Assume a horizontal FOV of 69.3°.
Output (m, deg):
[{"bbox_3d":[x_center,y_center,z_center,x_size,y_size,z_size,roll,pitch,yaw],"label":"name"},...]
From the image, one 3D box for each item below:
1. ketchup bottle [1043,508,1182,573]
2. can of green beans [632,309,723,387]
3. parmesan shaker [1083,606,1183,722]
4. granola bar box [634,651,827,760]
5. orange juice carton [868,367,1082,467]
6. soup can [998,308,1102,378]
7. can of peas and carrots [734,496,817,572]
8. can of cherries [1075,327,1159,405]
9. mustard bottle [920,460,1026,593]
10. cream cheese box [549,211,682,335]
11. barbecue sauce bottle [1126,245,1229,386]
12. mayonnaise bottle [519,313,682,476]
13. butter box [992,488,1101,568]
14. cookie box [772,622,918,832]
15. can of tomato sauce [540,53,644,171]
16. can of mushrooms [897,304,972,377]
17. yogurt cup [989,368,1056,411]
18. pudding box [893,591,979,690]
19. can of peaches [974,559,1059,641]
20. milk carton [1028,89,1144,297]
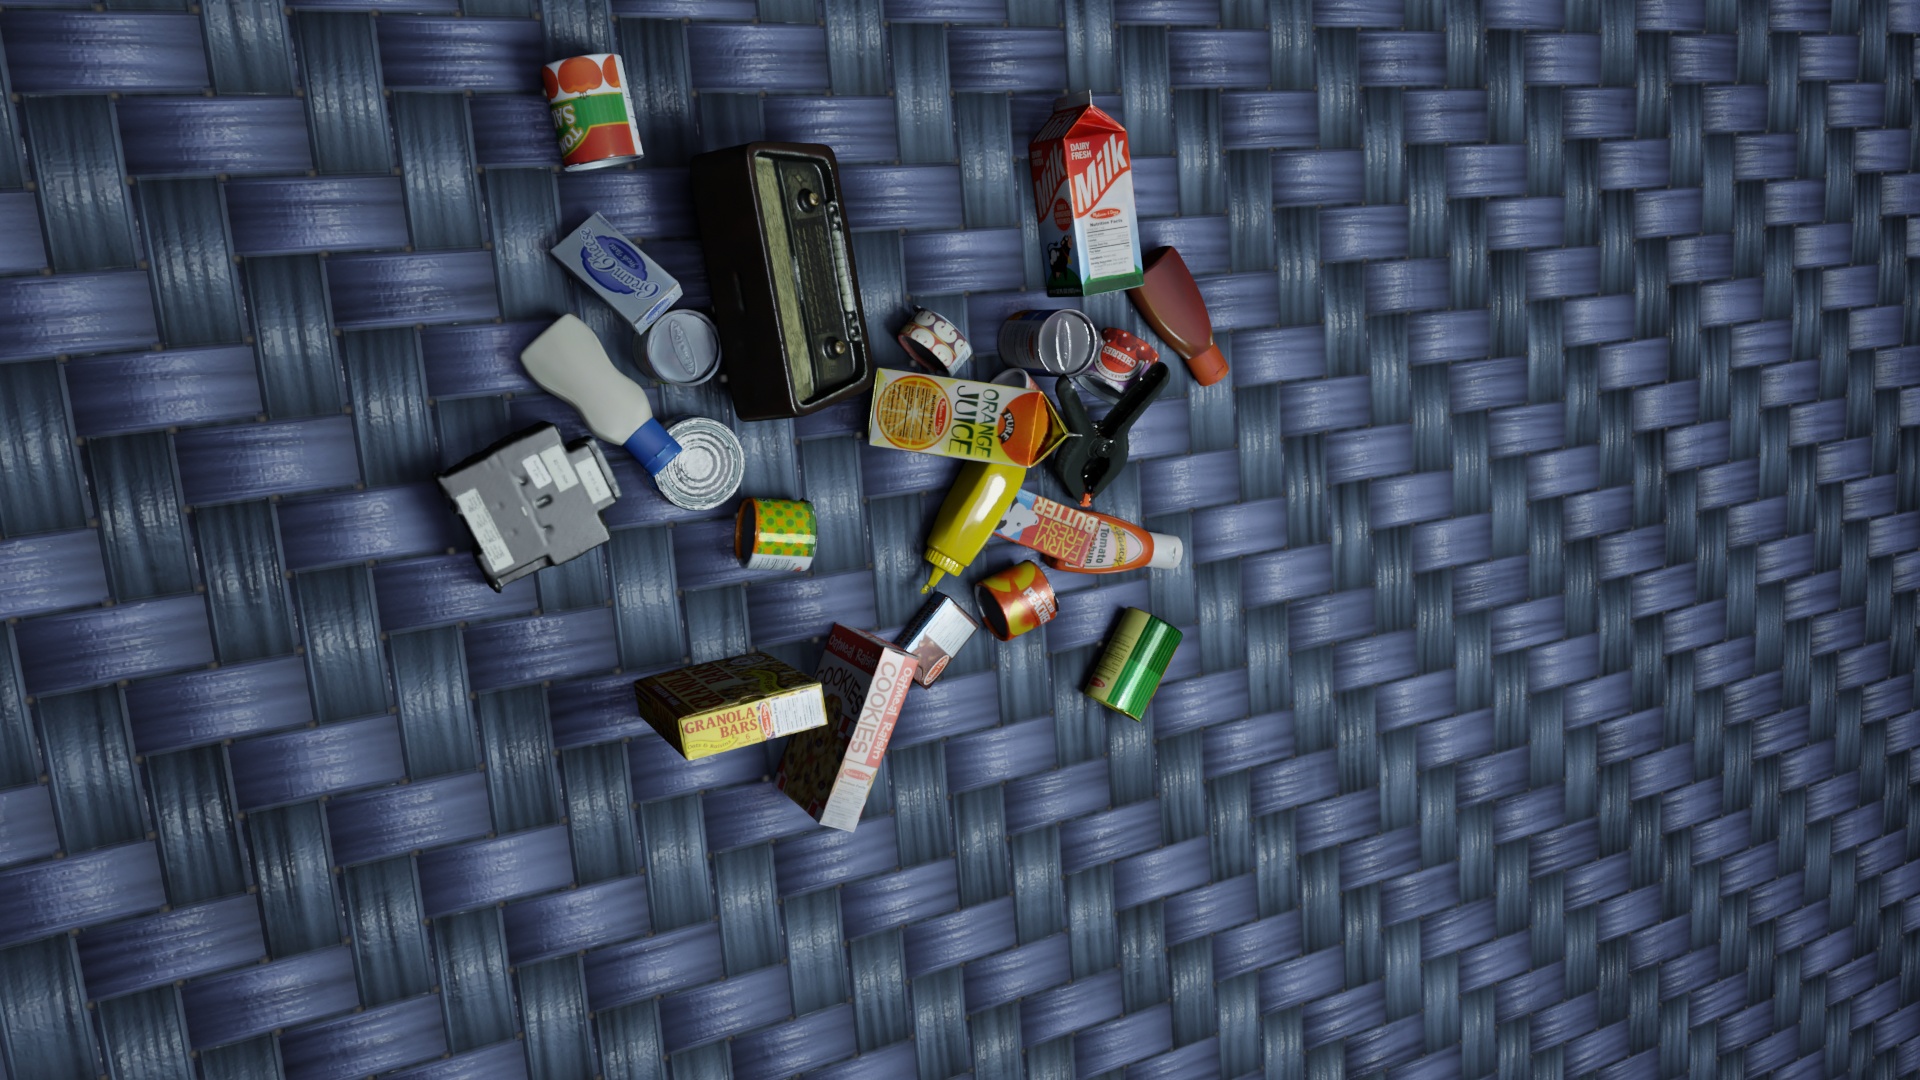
[{"bbox_3d":[0.159,0.005,1.435,0.149,0.043,0.064,6,95,-27],"label":"ketchup bottle"},{"bbox_3d":[-0.246,-0.167,1.204,0.071,0.058,0.071,-4,99,-26],"label":"can of green beans"},{"bbox_3d":[0.183,0.129,1.448,0.071,0.071,0.103,31,83,-26],"label":"parmesan shaker"},{"bbox_3d":[-0.203,0.139,1.207,0.124,0.165,0.039,-12,100,-24],"label":"granola bar box"},{"bbox_3d":[0.017,-0.110,1.280,0.193,0.072,0.073,8,93,4],"label":"orange juice carton"},{"bbox_3d":[0.086,-0.192,1.350,0.071,0.084,0.071,-4,100,-26],"label":"soup can"},{"bbox_3d":[-0.168,-0.008,1.261,0.059,0.071,0.071,3,96,-26],"label":"can of peas and carrots"},{"bbox_3d":[0.158,-0.174,1.395,0.071,0.071,0.058,33,83,-26],"label":"can of cherries"},{"bbox_3d":[0.005,-0.017,1.348,0.049,0.065,0.160,31,89,-24],"label":"mustard bottle"},{"bbox_3d":[-0.288,-0.225,1.164,0.104,0.024,0.053,41,77,12],"label":"cream cheese box"},{"bbox_3d":[0.229,-0.228,1.438,0.065,0.043,0.148,-42,113,-15],"label":"barbecue sauce bottle"},{"bbox_3d":[-0.300,-0.119,1.174,0.065,0.041,0.148,-45,99,-13],"label":"mayonnaise bottle"},{"bbox_3d":[0.083,-0.014,1.374,0.103,0.024,0.053,22,87,11],"label":"butter box"},{"bbox_3d":[-0.107,0.168,1.282,0.040,0.123,0.167,22,87,-28],"label":"cookie box"},{"bbox_3d":[-0.305,-0.352,1.145,0.071,0.071,0.083,-16,103,-23],"label":"can of tomato sauce"},{"bbox_3d":[-0.026,-0.187,1.306,0.071,0.071,0.033,42,79,-25],"label":"can of mushrooms"},{"bbox_3d":[0.057,-0.127,1.357,0.054,0.072,0.072,34,82,-34],"label":"yogurt cup"},{"bbox_3d":[-0.028,0.098,1.363,0.049,0.030,0.084,45,77,-25],"label":"pudding box"},{"bbox_3d":[0.055,0.061,1.376,0.058,0.071,0.071,-24,107,-20],"label":"can of peaches"},{"bbox_3d":[0.120,-0.337,1.354,0.074,0.072,0.190,-14,104,-24],"label":"milk carton"}]
